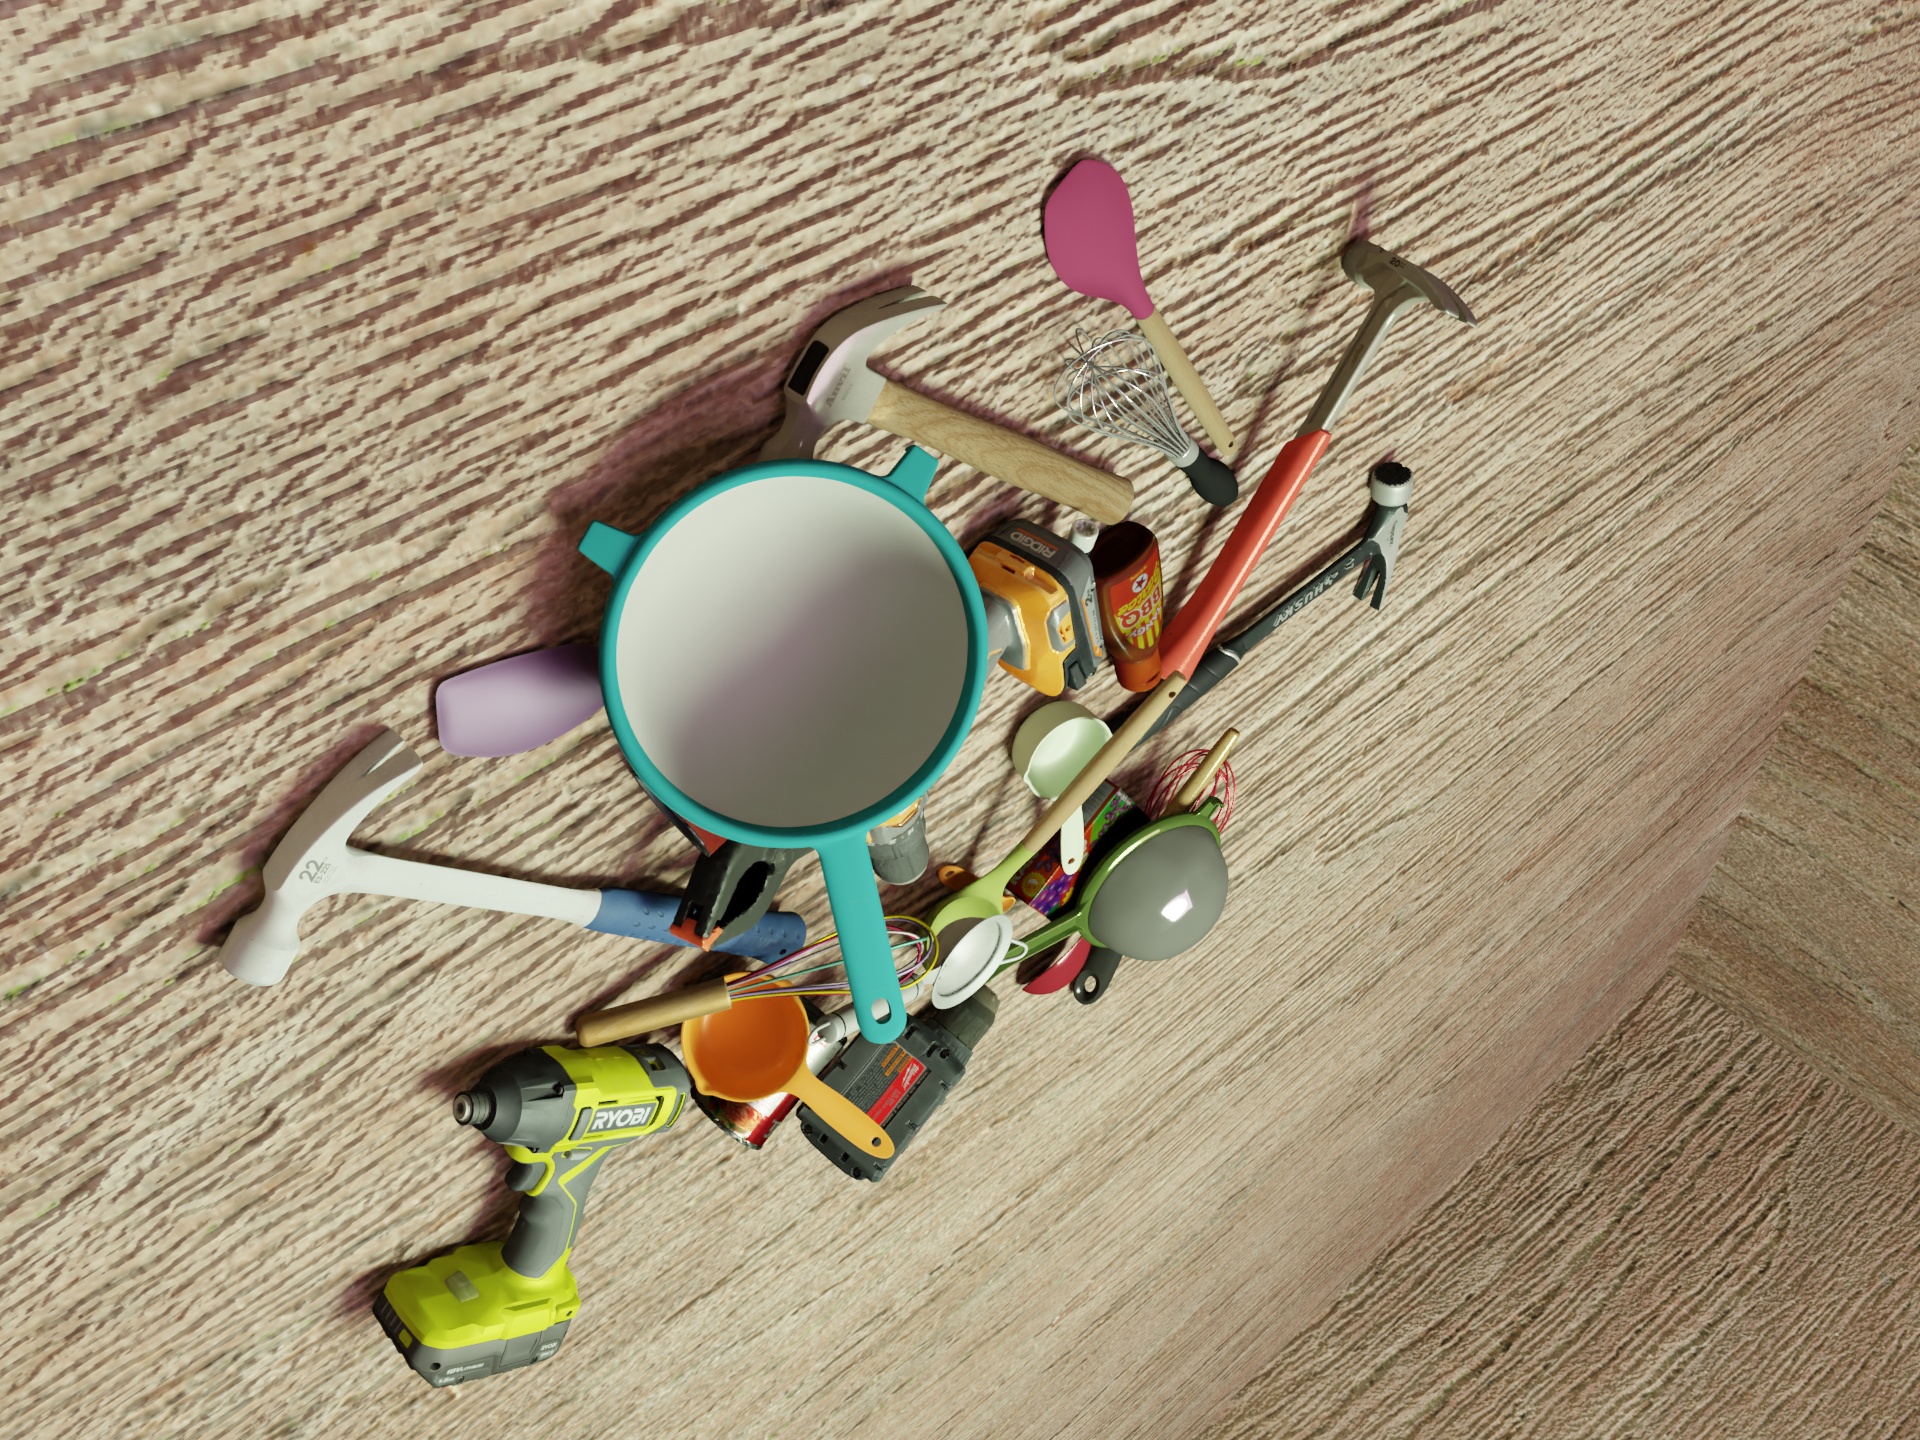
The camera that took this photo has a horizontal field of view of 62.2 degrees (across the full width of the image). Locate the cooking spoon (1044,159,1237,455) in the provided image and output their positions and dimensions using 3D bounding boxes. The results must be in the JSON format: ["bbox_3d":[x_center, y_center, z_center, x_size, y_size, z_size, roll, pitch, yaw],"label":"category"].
[{"bbox_3d":[0.132,-0.260,1.062,0.069,0.017,0.318,-51,146,0],"label":"cooking spoon"}]

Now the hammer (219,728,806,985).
[{"bbox_3d":[-0.228,0.107,0.959,0.144,0.035,0.405,-57,146,8],"label":"hammer"}]

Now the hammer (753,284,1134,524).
[{"bbox_3d":[0.015,-0.174,0.993,0.331,0.031,0.130,10,114,-53],"label":"hammer"}]

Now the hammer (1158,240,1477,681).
[{"bbox_3d":[0.246,-0.175,1.193,0.036,0.149,0.359,16,117,-25],"label":"hammer"}]

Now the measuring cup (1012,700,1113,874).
[{"bbox_3d":[0.079,0.054,1.255,0.083,0.038,0.167,-22,134,-19],"label":"measuring cup"}]

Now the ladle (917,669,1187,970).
[{"bbox_3d":[0.072,0.087,1.210,0.078,0.062,0.320,21,121,-33],"label":"ladle"}]

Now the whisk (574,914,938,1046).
[{"bbox_3d":[-0.132,0.178,1.056,0.245,0.051,0.047,-14,94,-9],"label":"whisk"}]

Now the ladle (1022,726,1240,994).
[{"bbox_3d":[0.149,0.130,1.383,0.315,0.031,0.069,-57,164,23],"label":"ladle"}]

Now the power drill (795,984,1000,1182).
[{"bbox_3d":[-0.039,0.279,1.259,0.188,0.080,0.226,-50,169,-9],"label":"power drill"}]

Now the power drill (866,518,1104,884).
[{"bbox_3d":[-0.002,-0.003,1.065,0.226,0.084,0.185,-45,147,-22],"label":"power drill"}]

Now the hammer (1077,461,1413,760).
[{"bbox_3d":[0.241,-0.064,1.358,0.409,0.036,0.149,-36,144,-22],"label":"hammer"}]

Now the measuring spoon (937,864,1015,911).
[{"bbox_3d":[0.012,0.134,1.292,0.021,0.011,0.116,-41,144,10],"label":"measuring spoon"}]

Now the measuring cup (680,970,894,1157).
[{"bbox_3d":[-0.116,0.244,1.108,0.095,0.173,0.052,-51,-177,-7],"label":"measuring cup"}]

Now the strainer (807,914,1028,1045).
[{"bbox_3d":[-0.033,0.187,1.143,0.258,0.050,0.087,-16,134,-58],"label":"strainer"}]

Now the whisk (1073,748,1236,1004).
[{"bbox_3d":[0.169,0.149,1.448,0.073,0.073,0.295,-8,132,-46],"label":"whisk"}]

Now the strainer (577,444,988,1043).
[{"bbox_3d":[-0.085,0.017,0.905,0.211,0.095,0.340,-16,108,-13],"label":"strainer"}]

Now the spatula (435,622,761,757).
[{"bbox_3d":[-0.155,-0.040,0.926,0.316,0.018,0.059,-21,128,-36],"label":"spatula"}]

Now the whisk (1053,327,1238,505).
[{"bbox_3d":[0.142,-0.200,1.100,0.070,0.070,0.284,-57,151,7],"label":"whisk"}]

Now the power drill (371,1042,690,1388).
[{"bbox_3d":[-0.290,0.317,1.047,0.171,0.080,0.223,11,109,-54],"label":"power drill"}]

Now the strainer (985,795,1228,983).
[{"bbox_3d":[0.131,0.174,1.329,0.256,0.069,0.151,-24,139,-22],"label":"strainer"}]
